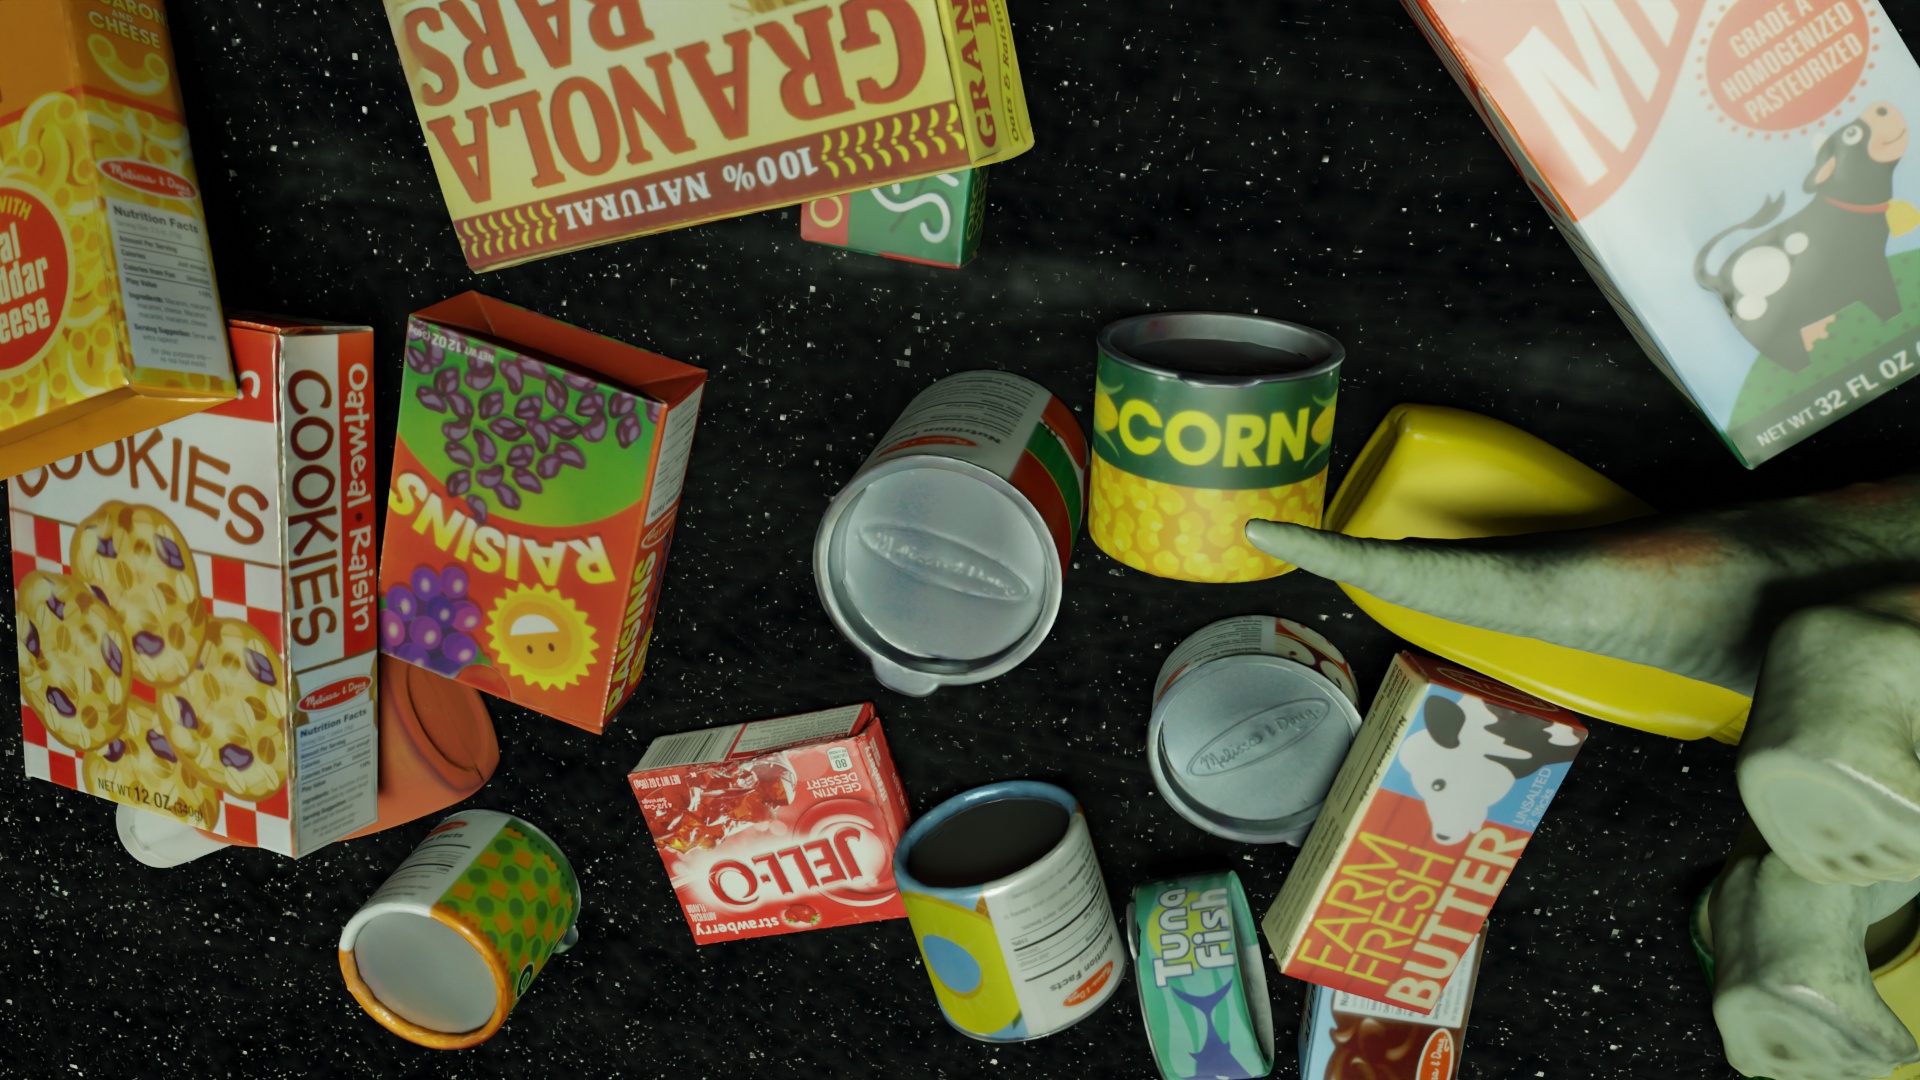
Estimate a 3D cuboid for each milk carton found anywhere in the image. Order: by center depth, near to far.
[{"bbox_3d":[0.158,-0.119,0.325,0.072,0.074,0.190,-36,101,23],"label":"milk carton"}]

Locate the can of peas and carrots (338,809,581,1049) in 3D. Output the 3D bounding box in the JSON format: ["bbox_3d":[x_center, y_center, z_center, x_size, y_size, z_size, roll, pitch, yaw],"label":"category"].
[{"bbox_3d":[-0.183,0.145,0.515,0.071,0.059,0.070,5,113,11],"label":"can of peas and carrots"}]

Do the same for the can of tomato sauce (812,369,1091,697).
[{"bbox_3d":[0.001,-0.005,0.400,0.071,0.083,0.071,4,113,10],"label":"can of tomato sauce"}]

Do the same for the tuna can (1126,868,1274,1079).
[{"bbox_3d":[0.079,0.140,0.453,0.033,0.071,0.071,-13,109,15],"label":"tuna can"}]

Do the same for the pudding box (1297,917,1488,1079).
[{"bbox_3d":[0.142,0.148,0.464,0.050,0.030,0.083,5,113,9],"label":"pudding box"}]

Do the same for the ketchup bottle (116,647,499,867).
[{"bbox_3d":[-0.245,0.084,0.511,0.148,0.044,0.064,-21,101,19],"label":"ketchup bottle"}]

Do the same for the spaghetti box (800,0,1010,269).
[{"bbox_3d":[-0.005,-0.194,0.353,0.050,0.029,0.248,11,114,8],"label":"spaghetti box"}]

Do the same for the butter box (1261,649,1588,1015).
[{"bbox_3d":[0.134,0.087,0.408,0.053,0.024,0.103,17,108,-9],"label":"butter box"}]

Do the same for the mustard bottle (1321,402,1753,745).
[{"bbox_3d":[0.182,0.020,0.392,0.160,0.049,0.065,28,114,-2],"label":"mustard bottle"}]

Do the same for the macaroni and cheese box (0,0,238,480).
[{"bbox_3d":[-0.287,-0.107,0.407,0.123,0.040,0.166,-14,85,18],"label":"macaroni and cheese box"}]

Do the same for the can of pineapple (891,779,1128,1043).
[{"bbox_3d":[0.015,0.120,0.460,0.071,0.071,0.057,-12,109,16],"label":"can of pineapple"}]

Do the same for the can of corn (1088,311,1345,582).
[{"bbox_3d":[0.069,-0.026,0.384,0.071,0.071,0.058,5,114,10],"label":"can of corn"}]

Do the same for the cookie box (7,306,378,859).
[{"bbox_3d":[-0.251,0.007,0.452,0.123,0.040,0.167,9,103,21],"label":"cookie box"}]

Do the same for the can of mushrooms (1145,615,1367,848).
[{"bbox_3d":[0.094,0.060,0.436,0.071,0.033,0.070,4,112,10],"label":"can of mushrooms"}]

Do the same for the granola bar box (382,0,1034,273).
[{"bbox_3d":[-0.075,-0.145,0.358,0.165,0.039,0.124,-5,107,28],"label":"granola bar box"}]

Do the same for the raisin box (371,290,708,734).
[{"bbox_3d":[-0.139,-0.008,0.453,0.086,0.040,0.122,19,116,3],"label":"raisin box"}]

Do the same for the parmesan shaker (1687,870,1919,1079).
[{"bbox_3d":[0.271,0.151,0.420,0.071,0.071,0.103,-21,106,19],"label":"parmesan shaker"}]
